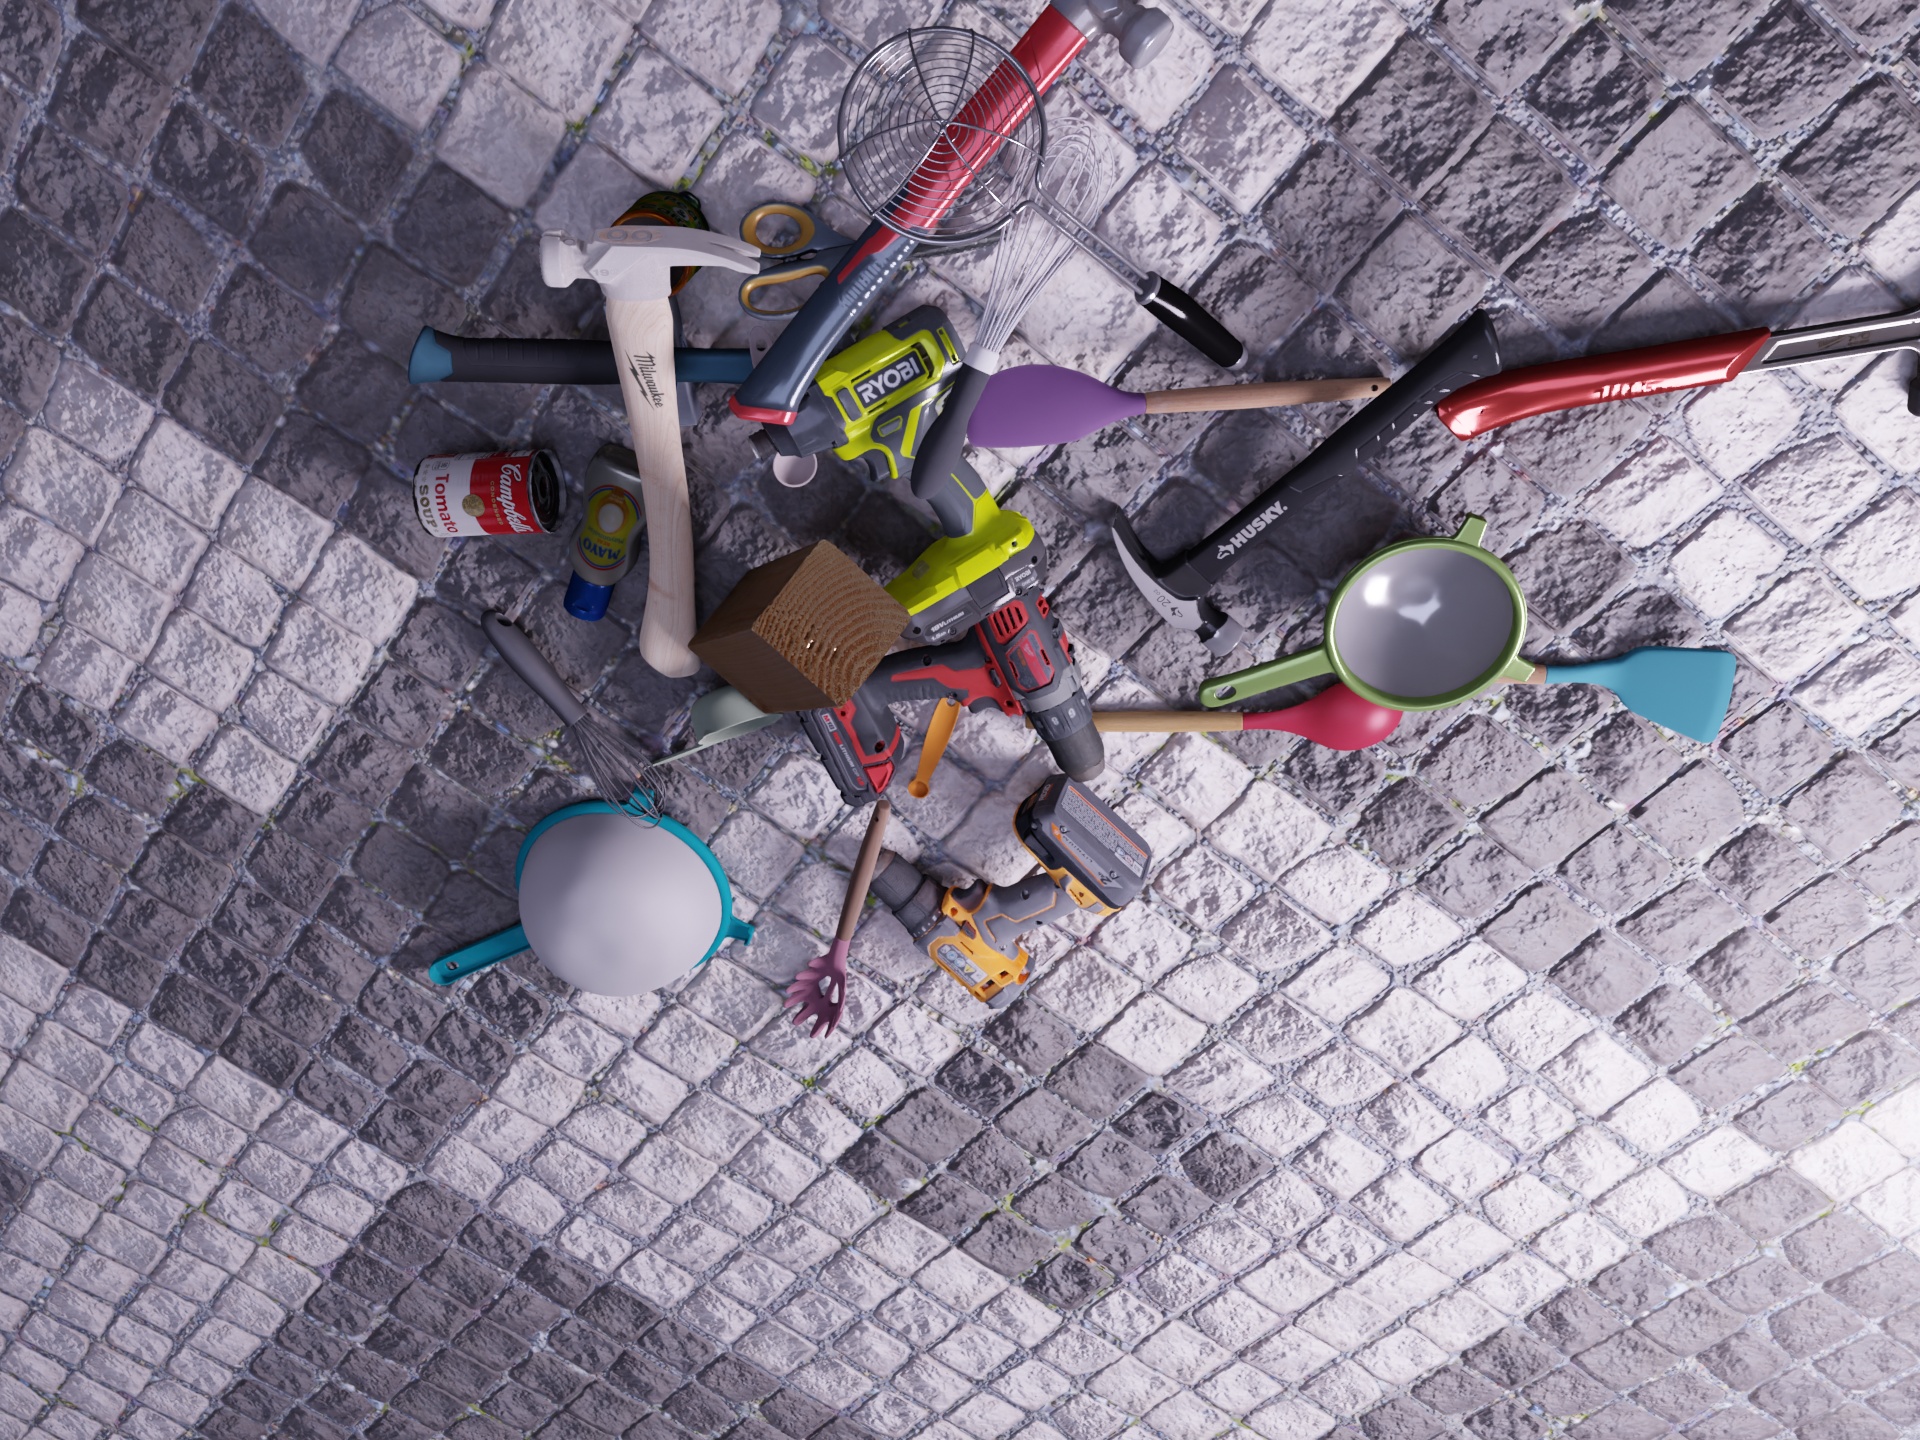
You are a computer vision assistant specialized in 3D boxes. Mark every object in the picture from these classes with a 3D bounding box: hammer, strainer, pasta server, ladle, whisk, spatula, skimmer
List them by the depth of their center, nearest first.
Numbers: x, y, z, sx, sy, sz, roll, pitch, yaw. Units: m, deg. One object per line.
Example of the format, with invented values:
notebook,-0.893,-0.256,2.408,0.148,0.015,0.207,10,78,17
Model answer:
skimmer,0.073,-0.325,1.064,0.363,0.090,0.127,20,102,-48
hammer,-0.039,-0.362,1.079,0.143,0.038,0.386,45,107,4
whisk,0.027,-0.287,1.127,0.070,0.070,0.284,24,105,-7
hammer,0.520,-0.262,1.128,0.359,0.037,0.149,-7,120,12
spatula,0.161,-0.238,1.172,0.316,0.018,0.059,-4,105,-2
hammer,0.259,-0.186,1.186,0.146,0.035,0.334,39,127,-15
hammer,-0.244,-0.269,1.192,0.331,0.033,0.128,0,120,-7
hammer,-0.218,-0.186,1.215,0.146,0.038,0.410,0,137,-3
strainer,0.310,-0.070,1.255,0.256,0.069,0.151,-19,118,19
spatula,0.443,-0.035,1.273,0.317,0.044,0.082,3,121,7
ladle,0.211,-0.001,1.337,0.315,0.031,0.069,-1,120,10
whisk,-0.338,-0.001,1.392,0.055,0.055,0.239,-33,104,24
pasta server,-0.106,0.184,1.454,0.060,0.040,0.316,34,135,15
strainer,-0.381,0.209,1.503,0.340,0.095,0.210,-23,116,19

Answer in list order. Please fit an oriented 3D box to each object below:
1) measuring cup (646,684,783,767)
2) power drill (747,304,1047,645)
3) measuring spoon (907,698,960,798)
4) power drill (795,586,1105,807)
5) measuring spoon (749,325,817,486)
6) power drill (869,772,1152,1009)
measuring cup,-0.226,0.004,1.386,0.167,0.083,0.038,-21,84,39
power drill,-0.044,-0.177,1.209,0.171,0.080,0.223,-31,115,-4
measuring spoon,-0.021,0.019,1.390,0.021,0.011,0.116,20,118,0
power drill,-0.002,-0.004,1.329,0.226,0.080,0.187,-21,111,15
measuring spoon,-0.138,-0.237,1.198,0.034,0.018,0.124,-19,114,-12
power drill,0.034,0.141,1.416,0.185,0.084,0.226,42,123,-8
